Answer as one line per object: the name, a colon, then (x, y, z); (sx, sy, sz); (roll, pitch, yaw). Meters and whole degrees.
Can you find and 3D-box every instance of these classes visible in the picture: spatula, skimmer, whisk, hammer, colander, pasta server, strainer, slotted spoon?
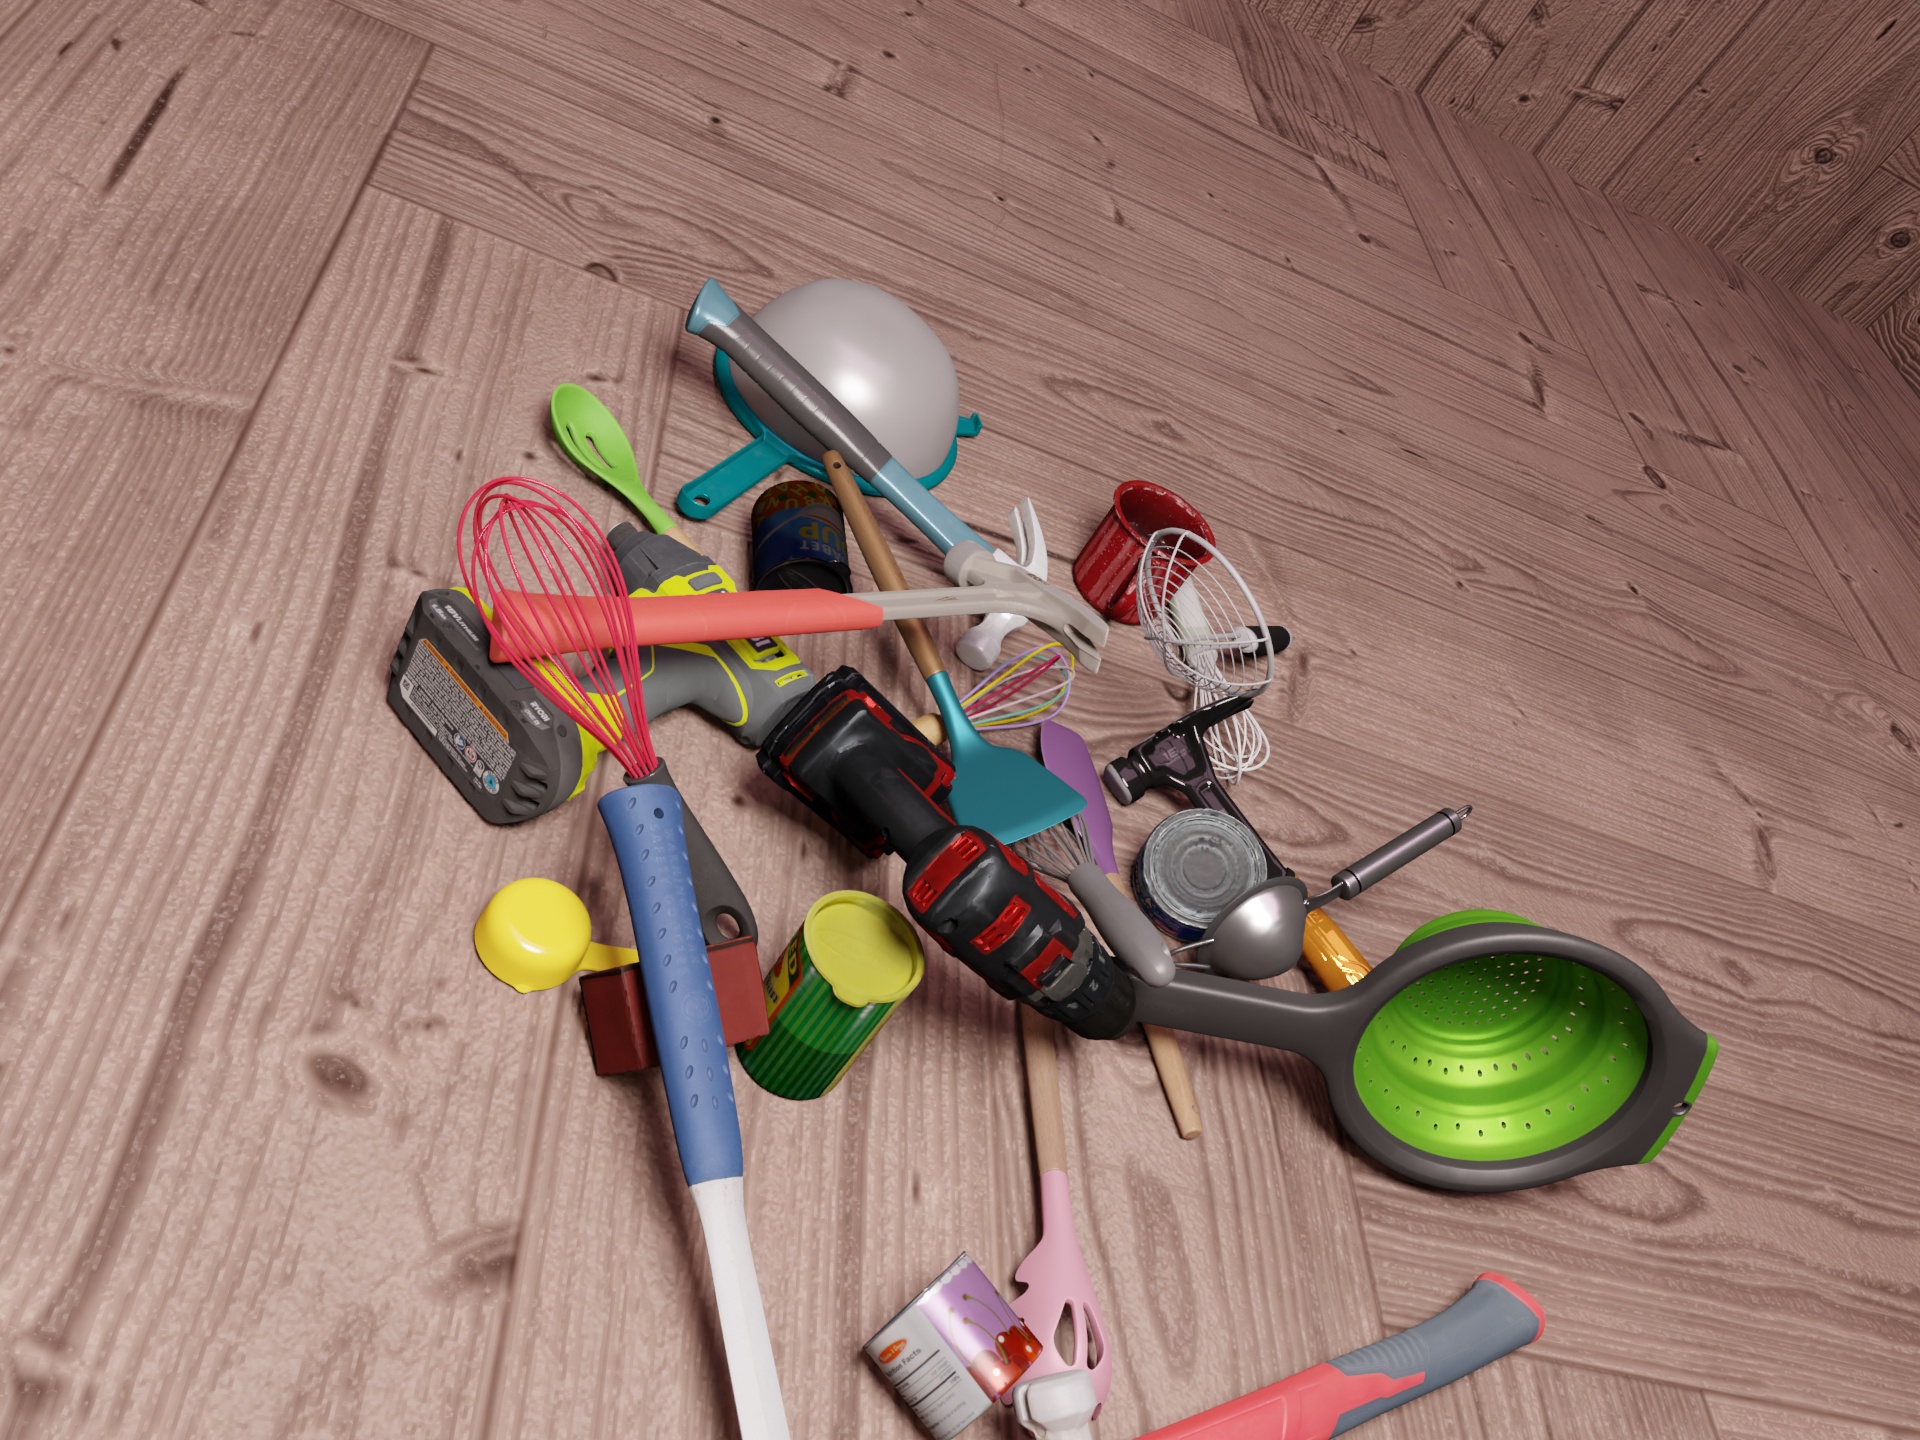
spatula: (0.103, 0.124, 1.036); (0.059, 0.018, 0.316); (23, 39, -40)
skimmer: (0.216, -0.076, 1.171); (0.127, 0.090, 0.363); (54, 22, 13)
whisk: (-0.002, -0.005, 1.077); (0.245, 0.047, 0.051); (-24, 68, -43)
hammer: (-0.068, -0.189, 1.143); (0.331, 0.033, 0.128); (42, 60, -8)
hammer: (-0.104, 0.220, 0.722); (0.144, 0.035, 0.406); (1, 63, -36)
colander: (0.242, 0.168, 0.971); (0.397, 0.204, 0.095); (12, 31, -2)
whisk: (-0.171, 0.009, 0.817); (0.295, 0.073, 0.073); (67, 31, -26)
pasta server: (0.045, 0.234, 0.885); (0.060, 0.040, 0.317); (18, 38, -19)
spatula: (-0.024, -0.056, 1.044); (0.082, 0.044, 0.318); (-21, 70, -15)
strainer: (0.247, 0.111, 1.038); (0.258, 0.086, 0.050); (-26, 48, -25)
whisk: (0.075, 0.094, 0.960); (0.055, 0.055, 0.239); (15, 16, -23)
hammer: (-0.090, -0.059, 0.917); (0.359, 0.036, 0.149); (-7, 30, -35)
strainer: (-0.105, -0.251, 1.207); (0.211, 0.095, 0.340); (37, 38, 2)
whisk: (0.191, -0.044, 1.248); (0.058, 0.059, 0.247); (-6, 44, -3)
hammer: (0.192, 0.371, 0.827); (0.386, 0.038, 0.143); (1, 68, -39)
hammer: (0.242, 0.135, 1.083); (0.127, 0.034, 0.337); (-30, 72, -14)
slotted spoon: (-0.181, -0.106, 1.064); (0.314, 0.031, 0.070); (50, 24, 15)

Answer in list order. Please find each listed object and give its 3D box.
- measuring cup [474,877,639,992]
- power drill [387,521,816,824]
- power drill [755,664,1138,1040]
measuring cup: (-0.175, 0.120, 0.839); (0.156, 0.029, 0.062); (16, 43, -22)
power drill: (-0.212, -0.038, 0.940); (0.171, 0.080, 0.223); (46, 37, 14)
power drill: (-0.001, 0.082, 0.888); (0.187, 0.080, 0.227); (45, -1, -43)
